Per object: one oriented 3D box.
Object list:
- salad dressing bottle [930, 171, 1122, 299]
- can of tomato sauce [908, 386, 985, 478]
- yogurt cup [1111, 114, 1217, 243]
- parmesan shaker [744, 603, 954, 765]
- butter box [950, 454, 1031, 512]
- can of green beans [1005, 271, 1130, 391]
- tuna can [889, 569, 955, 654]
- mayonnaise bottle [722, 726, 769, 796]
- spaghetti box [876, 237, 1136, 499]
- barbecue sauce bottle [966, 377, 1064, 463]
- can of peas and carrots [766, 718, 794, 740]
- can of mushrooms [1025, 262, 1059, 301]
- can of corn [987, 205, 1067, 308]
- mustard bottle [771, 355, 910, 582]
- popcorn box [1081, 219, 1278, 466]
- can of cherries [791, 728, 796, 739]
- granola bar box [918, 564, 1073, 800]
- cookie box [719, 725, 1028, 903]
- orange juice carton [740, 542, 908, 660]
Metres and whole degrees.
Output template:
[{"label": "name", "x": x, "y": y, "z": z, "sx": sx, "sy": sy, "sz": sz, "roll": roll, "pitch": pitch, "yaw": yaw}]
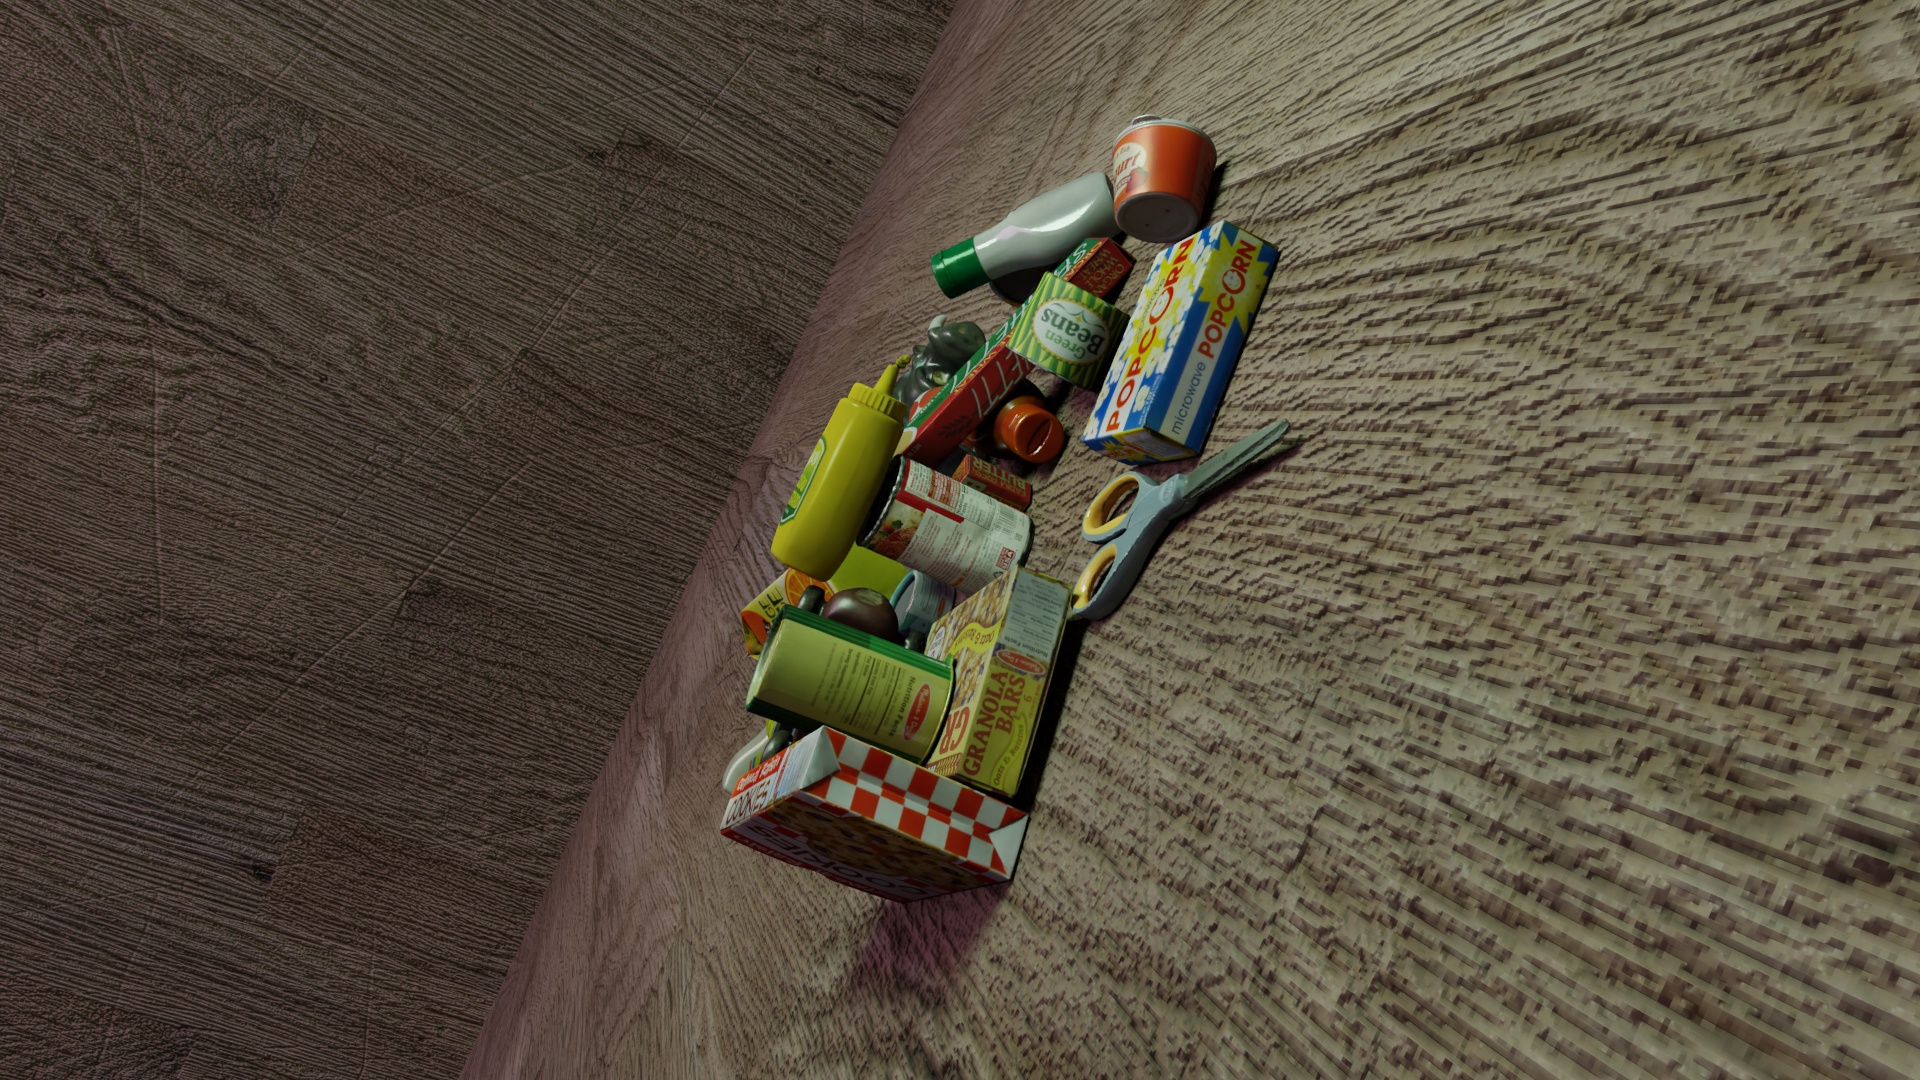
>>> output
[{"label": "salad dressing bottle", "x": 0.050, "y": -0.229, "z": 1.053, "sx": 0.147, "sy": 0.044, "sz": 0.064, "roll": -21, "pitch": 41, "yaw": 17}, {"label": "can of tomato sauce", "x": -0.014, "y": -0.077, "z": 1.123, "sx": 0.071, "sy": 0.071, "sz": 0.083, "roll": -55, "pitch": 17, "yaw": 33}, {"label": "yogurt cup", "x": 0.129, "y": -0.228, "z": 0.892, "sx": 0.072, "sy": 0.072, "sz": 0.054, "roll": 142, "pitch": 142, "yaw": -60}, {"label": "parmesan shaker", "x": -0.063, "y": 0.081, "z": 0.795, "sx": 0.071, "sy": 0.103, "sz": 0.071, "roll": -156, "pitch": 88, "yaw": -79}, {"label": "butter box", "x": 0.004, "y": -0.012, "z": 0.993, "sx": 0.103, "sy": 0.053, "sz": 0.024, "roll": -53, "pitch": 21, "yaw": 38}, {"label": "can of green beans", "x": 0.073, "y": -0.141, "z": 0.936, "sx": 0.057, "sy": 0.071, "sz": 0.071, "roll": -62, "pitch": 15, "yaw": 11}, {"label": "tuna can", "x": -0.035, "y": 0.059, "z": 1.050, "sx": 0.070, "sy": 0.033, "sz": 0.071, "roll": -56, "pitch": 17, "yaw": 28}, {"label": "mayonnaise bottle", "x": -0.139, "y": 0.163, "z": 1.186, "sx": 0.148, "sy": 0.065, "sz": 0.041, "roll": -55, "pitch": 10, "yaw": -1}, {"label": "spaghetti box", "x": 0.024, "y": -0.121, "z": 0.993, "sx": 0.250, "sy": 0.028, "sz": 0.050, "roll": -46, "pitch": 18, "yaw": -2}, {"label": "barbecue sauce bottle", "x": 0.039, "y": -0.087, "z": 1.010, "sx": 0.065, "sy": 0.043, "sz": 0.149, "roll": -57, "pitch": 16, "yaw": 5}, {"label": "can of peas and carrots", "x": -0.124, "y": 0.154, "z": 1.133, "sx": 0.071, "sy": 0.071, "sz": 0.059, "roll": -65, "pitch": 14, "yaw": -1}, {"label": "can of mushrooms", "x": 0.070, "y": -0.173, "z": 1.058, "sx": 0.070, "sy": 0.033, "sz": 0.071, "roll": -58, "pitch": 16, "yaw": 27}, {"label": "can of corn", "x": 0.062, "y": -0.225, "z": 1.116, "sx": 0.071, "sy": 0.071, "sz": 0.058, "roll": -34, "pitch": 35, "yaw": 63}, {"label": "mustard bottle", "x": -0.074, "y": -0.053, "z": 0.925, "sx": 0.160, "sy": 0.049, "sz": 0.065, "roll": -65, "pitch": 16, "yaw": 0}, {"label": "popcorn box", "x": 0.120, "y": -0.106, "z": 0.771, "sx": 0.127, "sy": 0.038, "sz": 0.085, "roll": -67, "pitch": 14, "yaw": -8}, {"label": "can of cherries", "x": -0.092, "y": 0.150, "z": 1.052, "sx": 0.071, "sy": 0.058, "sz": 0.072, "roll": -57, "pitch": 18, "yaw": 30}, {"label": "granola bar box", "x": 0.006, "y": 0.095, "z": 0.819, "sx": 0.165, "sy": 0.039, "sz": 0.124, "roll": 140, "pitch": 150, "yaw": -67}, {"label": "cookie box", "x": -0.055, "y": 0.160, "z": 0.779, "sx": 0.166, "sy": 0.123, "sz": 0.040, "roll": -38, "pitch": 30, "yaw": 60}, {"label": "orange juice carton", "x": -0.126, "y": 0.058, "z": 1.208, "sx": 0.072, "sy": 0.073, "sz": 0.192, "roll": -32, "pitch": -3, "yaw": -39}]
